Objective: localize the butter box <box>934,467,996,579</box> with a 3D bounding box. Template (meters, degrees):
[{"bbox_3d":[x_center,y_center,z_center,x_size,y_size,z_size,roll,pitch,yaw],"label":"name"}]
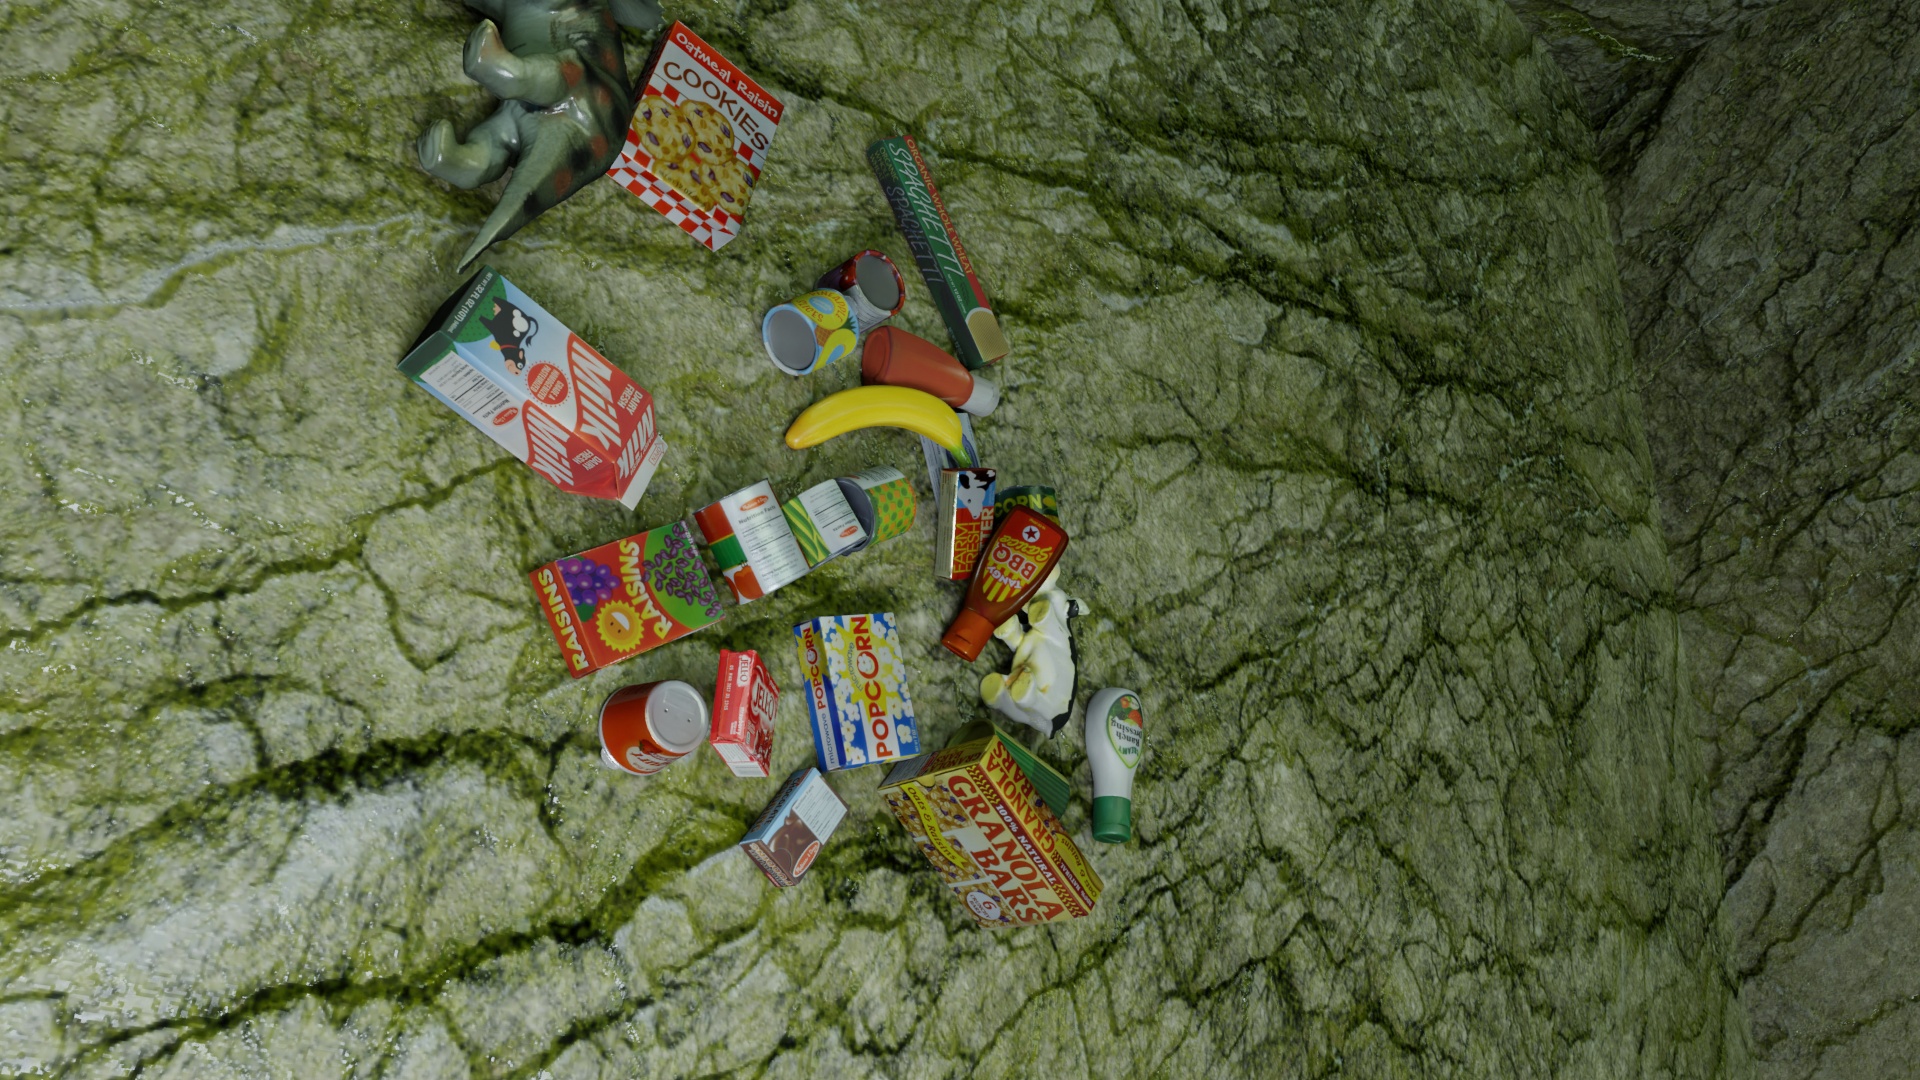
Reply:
[{"bbox_3d":[0.005,-0.016,1.295,0.053,0.024,0.103,-5,102,-44],"label":"butter box"}]

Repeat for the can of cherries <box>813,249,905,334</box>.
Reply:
[{"bbox_3d":[-0.093,-0.232,1.292,0.071,0.058,0.072,20,60,-39],"label":"can of cherries"}]

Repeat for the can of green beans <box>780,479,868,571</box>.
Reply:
[{"bbox_3d":[-0.120,-0.011,1.161,0.071,0.071,0.058,-30,89,-48],"label":"can of green beans"}]

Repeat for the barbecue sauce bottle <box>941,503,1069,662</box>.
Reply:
[{"bbox_3d":[0.037,0.042,1.280,0.065,0.043,0.149,32,76,8],"label":"barbecue sauce bottle"}]

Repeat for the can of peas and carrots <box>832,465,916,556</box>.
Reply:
[{"bbox_3d":[-0.081,-0.026,1.213,0.059,0.070,0.071,-21,89,-48],"label":"can of peas and carrots"}]

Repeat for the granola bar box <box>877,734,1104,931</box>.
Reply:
[{"bbox_3d":[0.024,0.248,1.158,0.165,0.124,0.039,55,42,-13],"label":"granola bar box"}]

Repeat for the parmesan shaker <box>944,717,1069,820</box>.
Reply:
[{"bbox_3d":[0.042,0.212,1.230,0.103,0.071,0.072,40,49,-28],"label":"parmesan shaker"}]

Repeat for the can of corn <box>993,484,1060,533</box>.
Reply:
[{"bbox_3d":[0.063,-0.017,1.353,0.071,0.071,0.058,7,69,-44],"label":"can of corn"}]

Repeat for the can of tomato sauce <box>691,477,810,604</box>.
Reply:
[{"bbox_3d":[-0.167,0.001,1.113,0.071,0.071,0.083,-30,96,-48],"label":"can of tomato sauce"}]

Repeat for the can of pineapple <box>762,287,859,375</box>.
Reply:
[{"bbox_3d":[-0.131,-0.186,1.226,0.058,0.071,0.071,-35,99,-47],"label":"can of pineapple"}]

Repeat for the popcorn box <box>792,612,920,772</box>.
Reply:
[{"bbox_3d":[-0.086,0.126,1.160,0.085,0.038,0.127,0,73,-45],"label":"popcorn box"}]

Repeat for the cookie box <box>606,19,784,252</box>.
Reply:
[{"bbox_3d":[-0.232,-0.355,1.217,0.123,0.040,0.168,34,53,-31],"label":"cookie box"}]

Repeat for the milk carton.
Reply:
[{"bbox_3d":[-0.300,-0.103,1.015,0.190,0.073,0.073,41,48,-27],"label":"milk carton"}]

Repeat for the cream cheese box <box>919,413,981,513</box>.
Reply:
[{"bbox_3d":[-0.006,-0.071,1.338,0.053,0.024,0.104,-5,77,-45],"label":"cream cheese box"}]

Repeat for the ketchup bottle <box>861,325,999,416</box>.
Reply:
[{"bbox_3d":[-0.026,-0.156,1.339,0.149,0.043,0.065,16,70,-41],"label":"ketchup bottle"}]

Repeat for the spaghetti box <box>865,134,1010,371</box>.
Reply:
[{"bbox_3d":[-0.023,-0.294,1.413,0.050,0.028,0.250,-28,94,-49],"label":"spaghetti box"}]

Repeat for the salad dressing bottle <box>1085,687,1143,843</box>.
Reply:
[{"bbox_3d":[0.150,0.219,1.358,0.064,0.044,0.148,26,56,-35],"label":"salad dressing bottle"}]

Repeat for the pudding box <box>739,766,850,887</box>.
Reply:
[{"bbox_3d":[-0.128,0.222,1.082,0.049,0.030,0.084,53,44,-17],"label":"pudding box"}]

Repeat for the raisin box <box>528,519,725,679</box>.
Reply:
[{"bbox_3d":[-0.246,0.042,1.033,0.124,0.040,0.086,-23,91,-49],"label":"raisin box"}]

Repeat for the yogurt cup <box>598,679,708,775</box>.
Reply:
[{"bbox_3d":[-0.220,0.133,1.009,0.072,0.053,0.072,21,58,-39],"label":"yogurt cup"}]
